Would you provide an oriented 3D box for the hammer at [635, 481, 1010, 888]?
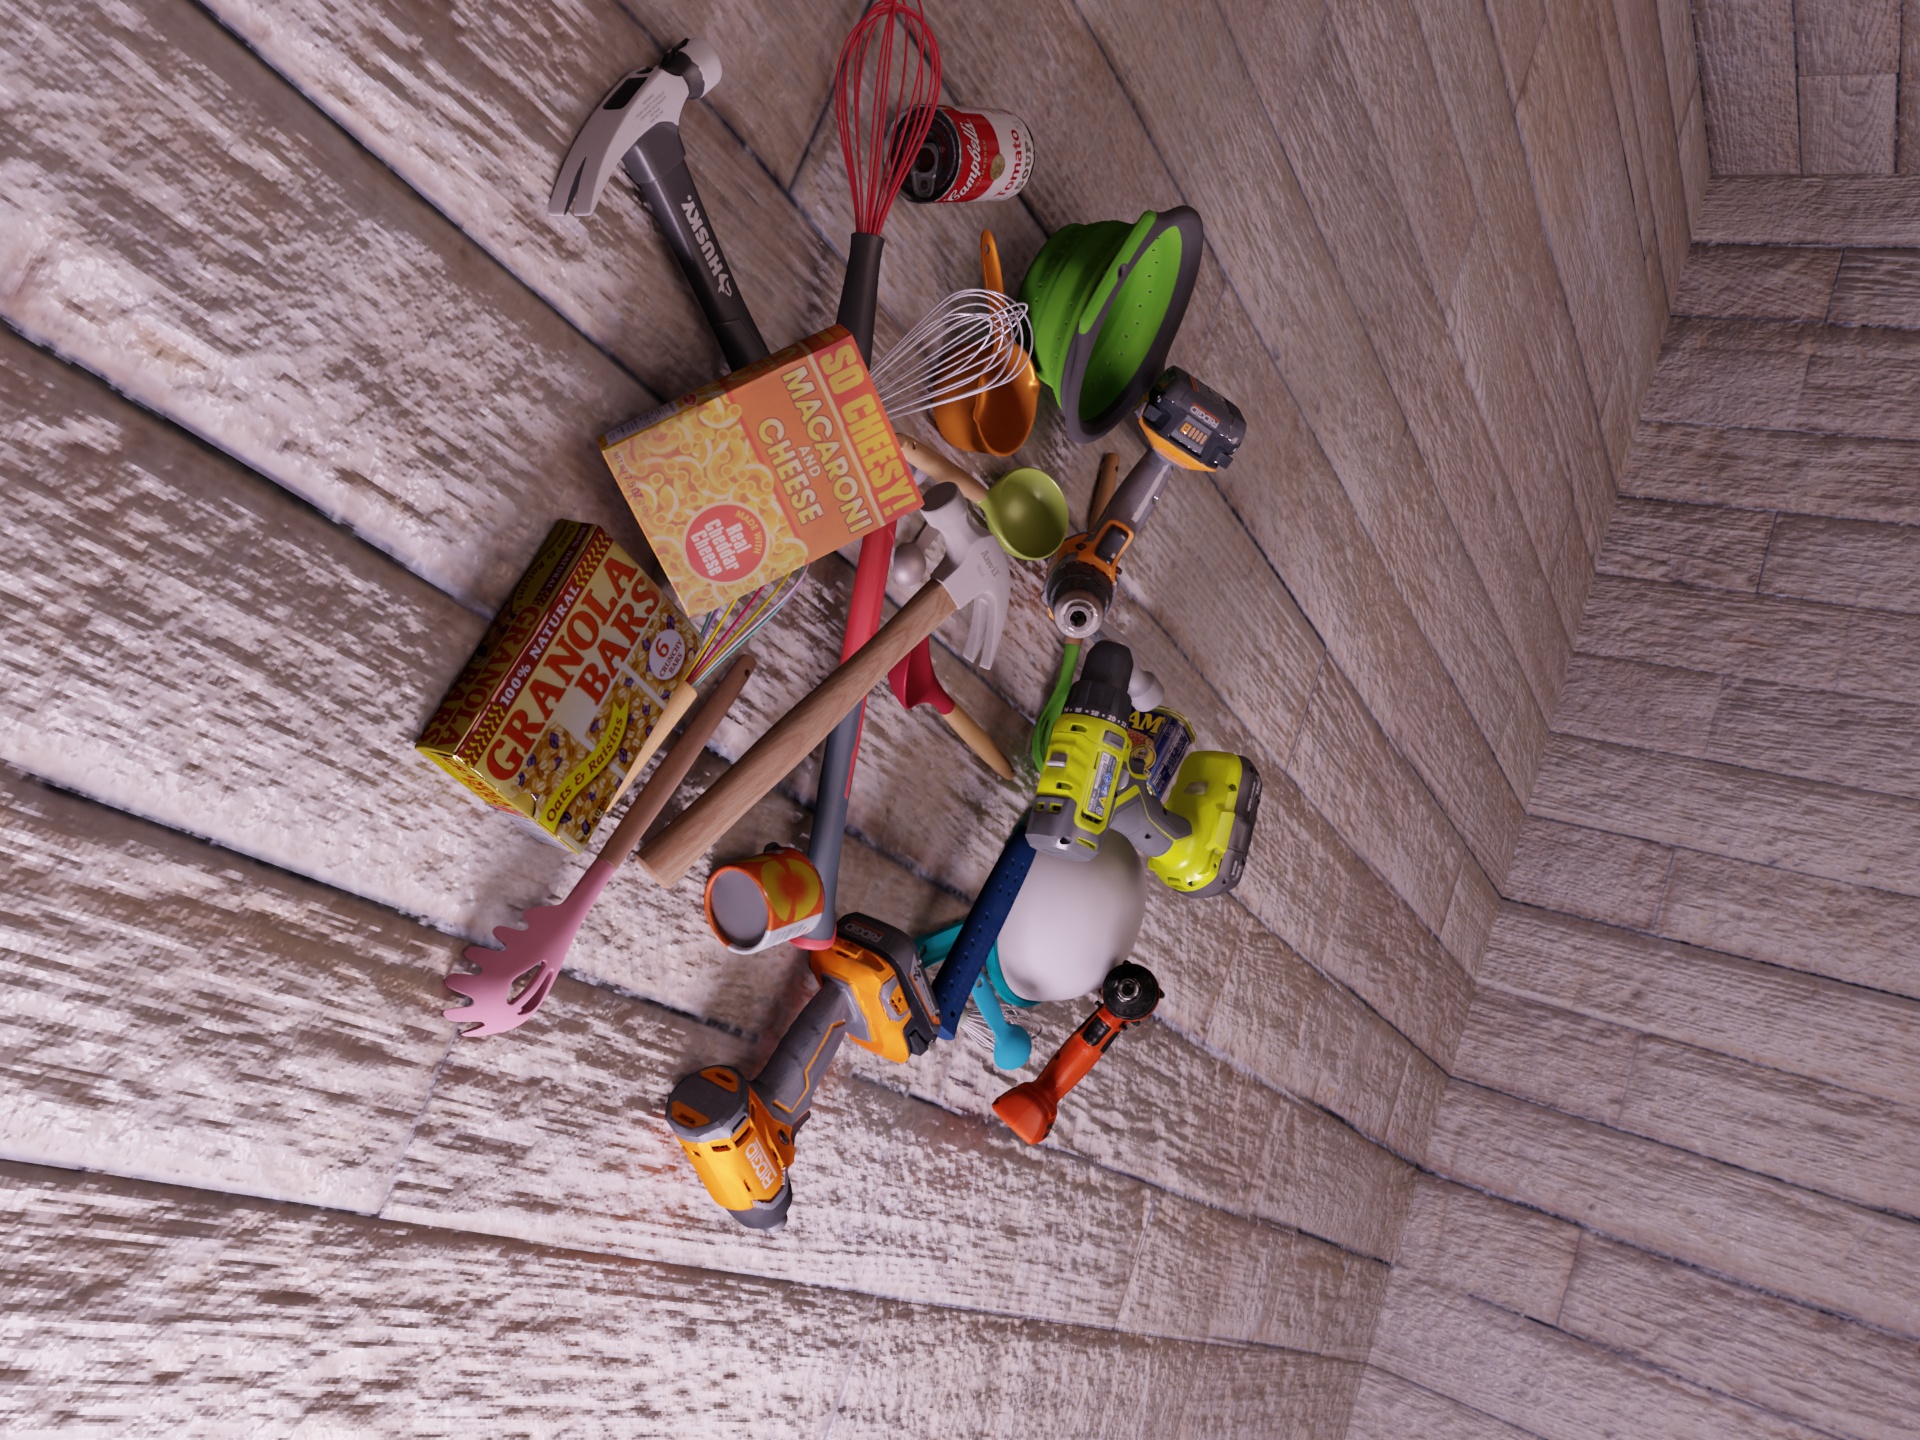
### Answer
[{"bbox_3d":[-0.091,-0.009,1.095,0.331,0.031,0.129,-45,130,-11],"label":"hammer"}]

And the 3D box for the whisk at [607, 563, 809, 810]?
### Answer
[{"bbox_3d":[-0.172,-0.042,1.053,0.051,0.047,0.245,38,68,-12],"label":"whisk"}]

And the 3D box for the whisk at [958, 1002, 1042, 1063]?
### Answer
[{"bbox_3d":[0.000,0.263,1.411,0.246,0.059,0.058,33,36,-51],"label":"whisk"}]

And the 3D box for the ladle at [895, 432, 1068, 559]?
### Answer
[{"bbox_3d":[0.017,-0.179,1.210,0.320,0.062,0.078,10,81,-72],"label":"ladle"}]

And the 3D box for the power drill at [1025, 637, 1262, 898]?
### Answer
[{"bbox_3d":[0.165,0.050,1.406,0.228,0.080,0.191,26,74,-38],"label":"power drill"}]

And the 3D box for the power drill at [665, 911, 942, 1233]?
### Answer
[{"bbox_3d":[-0.114,0.275,1.213,0.226,0.084,0.164,-46,136,-32],"label":"power drill"}]

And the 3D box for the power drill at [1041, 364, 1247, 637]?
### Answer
[{"bbox_3d":[0.143,-0.173,1.323,0.226,0.084,0.185,-56,-174,19],"label":"power drill"}]

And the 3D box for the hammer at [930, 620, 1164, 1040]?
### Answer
[{"bbox_3d":[0.061,0.086,1.383,0.143,0.035,0.406,48,59,-36],"label":"hammer"}]

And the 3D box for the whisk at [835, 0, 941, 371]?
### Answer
[{"bbox_3d":[-0.061,-0.350,1.088,0.073,0.073,0.296,3,97,-56],"label":"whisk"}]

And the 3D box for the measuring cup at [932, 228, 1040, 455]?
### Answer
[{"bbox_3d":[0.012,-0.293,1.238,0.095,0.052,0.173,-36,127,-45],"label":"measuring cup"}]

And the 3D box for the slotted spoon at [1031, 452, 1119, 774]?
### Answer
[{"bbox_3d":[0.110,-0.094,1.471,0.070,0.031,0.314,16,85,-56],"label":"slotted spoon"}]

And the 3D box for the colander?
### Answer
[{"bbox_3d":[0.126,-0.323,1.376,0.204,0.094,0.397,-59,163,-2],"label":"colander"}]

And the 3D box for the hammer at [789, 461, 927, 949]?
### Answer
[{"bbox_3d":[-0.084,-0.016,1.163,0.143,0.038,0.386,-33,134,-78],"label":"hammer"}]

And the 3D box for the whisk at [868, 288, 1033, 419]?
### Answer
[{"bbox_3d":[-0.074,-0.200,1.041,0.284,0.070,0.070,-32,133,-9],"label":"whisk"}]

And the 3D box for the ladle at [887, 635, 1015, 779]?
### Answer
[{"bbox_3d":[-0.002,-0.004,1.292,0.315,0.031,0.069,48,53,-63],"label":"ladle"}]

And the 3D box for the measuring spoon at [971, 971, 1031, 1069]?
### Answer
[{"bbox_3d":[0.037,0.264,1.400,0.042,0.021,0.128,-47,133,-28],"label":"measuring spoon"}]

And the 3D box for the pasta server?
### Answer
[{"bbox_3d":[-0.222,0.072,1.034,0.316,0.040,0.060,-60,143,-32],"label":"pasta server"}]

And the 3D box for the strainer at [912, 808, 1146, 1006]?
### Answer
[{"bbox_3d":[0.082,0.187,1.457,0.340,0.095,0.211,-11,110,-56],"label":"strainer"}]

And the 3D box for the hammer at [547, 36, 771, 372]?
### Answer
[{"bbox_3d":[-0.148,-0.248,1.029,0.146,0.035,0.334,-56,141,-31],"label":"hammer"}]

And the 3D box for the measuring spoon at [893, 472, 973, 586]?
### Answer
[{"bbox_3d":[-0.016,-0.154,1.270,0.124,0.018,0.034,-57,141,-29],"label":"measuring spoon"}]
